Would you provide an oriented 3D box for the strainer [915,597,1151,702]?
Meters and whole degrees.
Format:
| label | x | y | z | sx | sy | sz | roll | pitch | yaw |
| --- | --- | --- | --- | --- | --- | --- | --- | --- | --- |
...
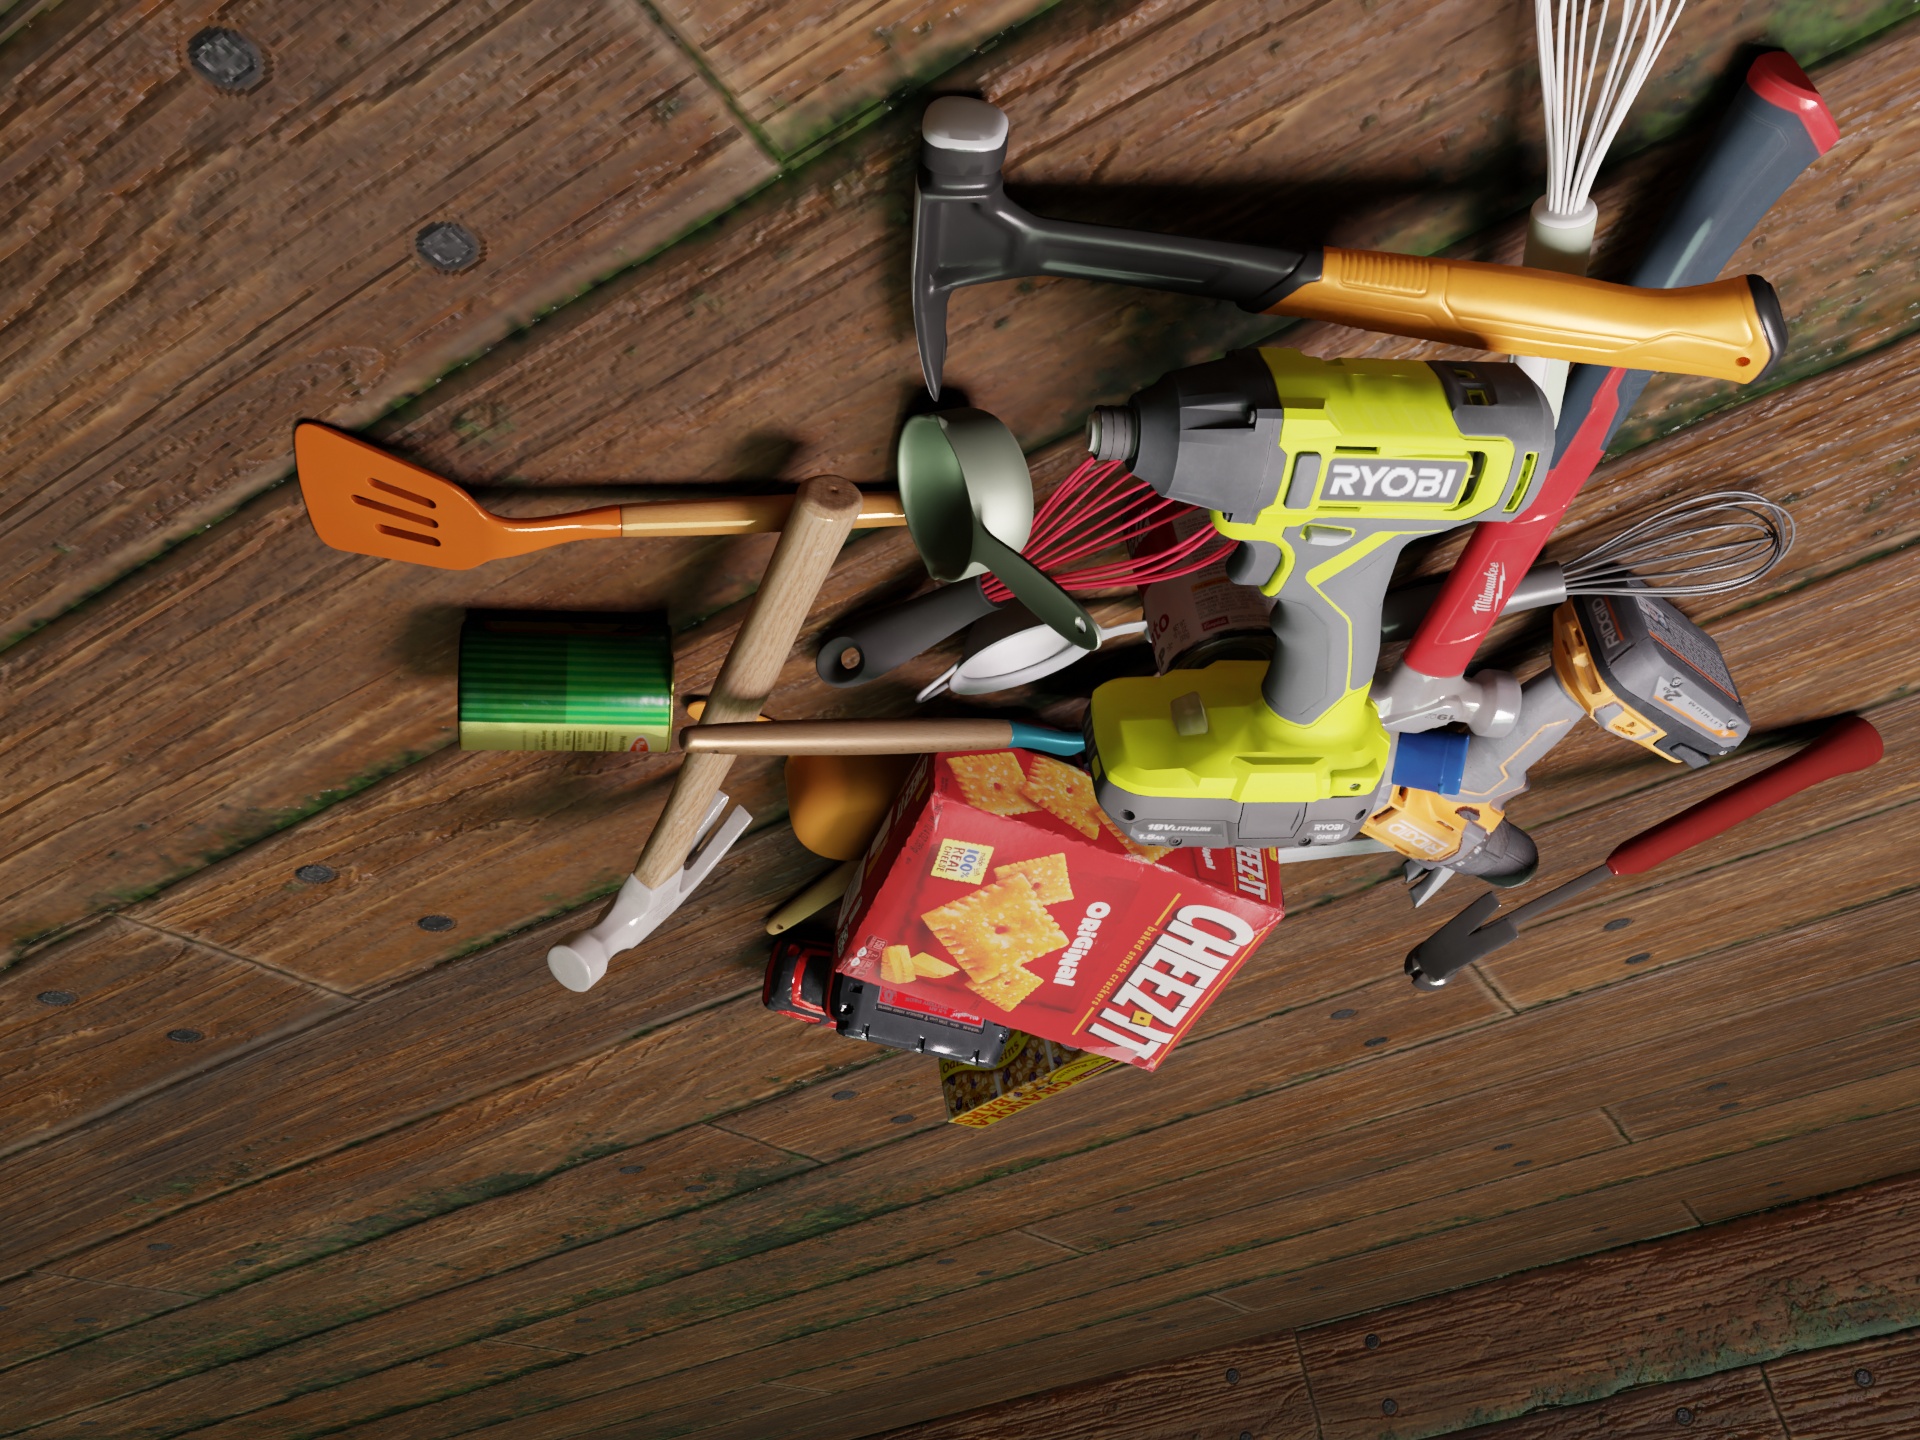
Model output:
| label | x | y | z | sx | sy | sz | roll | pitch | yaw |
| --- | --- | --- | --- | --- | --- | --- | --- | --- | --- |
| strainer | 0.097 | -0.052 | 0.855 | 0.258 | 0.050 | 0.086 | -9 | 162 | -12 |

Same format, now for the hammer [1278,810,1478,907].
| label | x | y | z | sx | sy | sz | roll | pitch | yaw |
| --- | --- | --- | --- | --- | --- | --- | --- | --- | --- |
| hammer | 0.167 | 0.105 | 1.119 | 0.405 | 0.035 | 0.144 | -6 | 147 | -5 |

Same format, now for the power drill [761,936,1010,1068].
| label | x | y | z | sx | sy | sz | roll | pitch | yaw |
| --- | --- | --- | --- | --- | --- | --- | --- | --- | --- |
| power drill | -0.045 | 0.186 | 1.085 | 0.143 | 0.078 | 0.219 | 16 | 166 | -16 |

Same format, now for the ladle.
| label | x | y | z | sx | sy | sz | roll | pitch | yaw |
| --- | --- | --- | --- | --- | --- | --- | --- | --- | --- |
| ladle | -0.034 | 0.076 | 1.028 | 0.069 | 0.031 | 0.315 | 43 | 130 | -14 |

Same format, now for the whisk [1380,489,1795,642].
| label | x | y | z | sx | sy | sz | roll | pitch | yaw |
| --- | --- | --- | --- | --- | --- | --- | --- | --- | --- |
| whisk | 0.326 | -0.078 | 0.869 | 0.239 | 0.055 | 0.055 | -13 | 148 | 14 |

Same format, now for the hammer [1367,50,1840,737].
| label | x | y | z | sx | sy | sz | roll | pitch | yaw |
| --- | --- | --- | --- | --- | --- | --- | --- | --- | --- |
| hammer | 0.269 | -0.128 | 0.750 | 0.143 | 0.038 | 0.386 | 7 | 139 | -8 |

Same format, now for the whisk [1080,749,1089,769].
| label | x | y | z | sx | sy | sz | roll | pitch | yaw |
| --- | --- | --- | --- | --- | --- | --- | --- | --- | --- |
| whisk | 0.165 | 0.044 | 1.027 | 0.245 | 0.051 | 0.047 | 0 | 167 | -22 |

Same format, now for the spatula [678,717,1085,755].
| label | x | y | z | sx | sy | sz | roll | pitch | yaw |
| --- | --- | --- | --- | --- | --- | --- | --- | --- | --- |
| spatula | -0.001 | -0.003 | 0.824 | 0.317 | 0.044 | 0.082 | -1 | 164 | -36 |

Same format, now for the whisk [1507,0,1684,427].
| label | x | y | z | sx | sy | sz | roll | pitch | yaw |
| --- | --- | --- | --- | --- | --- | --- | --- | --- | --- |
| whisk | 0.234 | -0.204 | 0.615 | 0.059 | 0.058 | 0.246 | -41 | 145 | -23 |

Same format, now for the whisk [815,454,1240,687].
| label | x | y | z | sx | sy | sz | roll | pitch | yaw |
| --- | --- | --- | --- | --- | --- | --- | --- | --- | --- |
| whisk | 0.030 | -0.073 | 0.770 | 0.073 | 0.073 | 0.296 | 22 | 146 | -40 |

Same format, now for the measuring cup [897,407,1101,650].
| label | x | y | z | sx | sy | sz | roll | pitch | yaw |
| --- | --- | --- | --- | --- | --- | --- | --- | --- | --- |
| measuring cup | 0.026 | -0.079 | 0.685 | 0.038 | 0.168 | 0.083 | -18 | 131 | -24 |

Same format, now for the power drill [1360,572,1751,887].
| label | x | y | z | sx | sy | sz | roll | pitch | yaw |
| --- | --- | --- | --- | --- | --- | --- | --- | --- | --- |
| power drill | 0.359 | 0.024 | 0.978 | 0.185 | 0.084 | 0.226 | 27 | 133 | -30 |

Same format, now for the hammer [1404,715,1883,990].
| label | x | y | z | sx | sy | sz | roll | pitch | yaw |
| --- | --- | --- | --- | --- | --- | --- | --- | --- | --- |
| hammer | 0.461 | 0.077 | 1.037 | 0.359 | 0.037 | 0.149 | -23 | 161 | -14 |

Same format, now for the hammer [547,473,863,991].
| label | x | y | z | sx | sy | sz | roll | pitch | yaw |
| --- | --- | --- | --- | --- | --- | --- | --- | --- | --- |
| hammer | -0.120 | 0.007 | 0.807 | 0.031 | 0.130 | 0.331 | 38 | 130 | 8 |

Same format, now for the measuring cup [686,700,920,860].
| label | x | y | z | sx | sy | sz | roll | pitch | yaw |
| --- | --- | --- | --- | --- | --- | --- | --- | --- | --- |
| measuring cup | -0.089 | 0.035 | 0.928 | 0.095 | 0.052 | 0.173 | -32 | 143 | 31 |

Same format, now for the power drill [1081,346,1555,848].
| label | x | y | z | sx | sy | sz | roll | pitch | yaw |
| --- | --- | --- | --- | --- | --- | --- | --- | --- | --- |
| power drill | 0.125 | -0.049 | 0.661 | 0.171 | 0.080 | 0.223 | 0 | 134 | -7 |

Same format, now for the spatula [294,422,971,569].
| label | x | y | z | sx | sy | sz | roll | pitch | yaw |
| --- | --- | --- | --- | --- | --- | --- | --- | --- | --- |
| spatula | -0.134 | -0.101 | 0.737 | 0.322 | 0.041 | 0.081 | -4 | 147 | -15 |

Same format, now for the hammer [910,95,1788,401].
| label | x | y | z | sx | sy | sz | roll | pitch | yaw |
| --- | --- | --- | --- | --- | --- | --- | --- | --- | --- |
| hammer | 0.148 | -0.163 | 0.624 | 0.337 | 0.034 | 0.127 | 7 | 146 | 1 |
